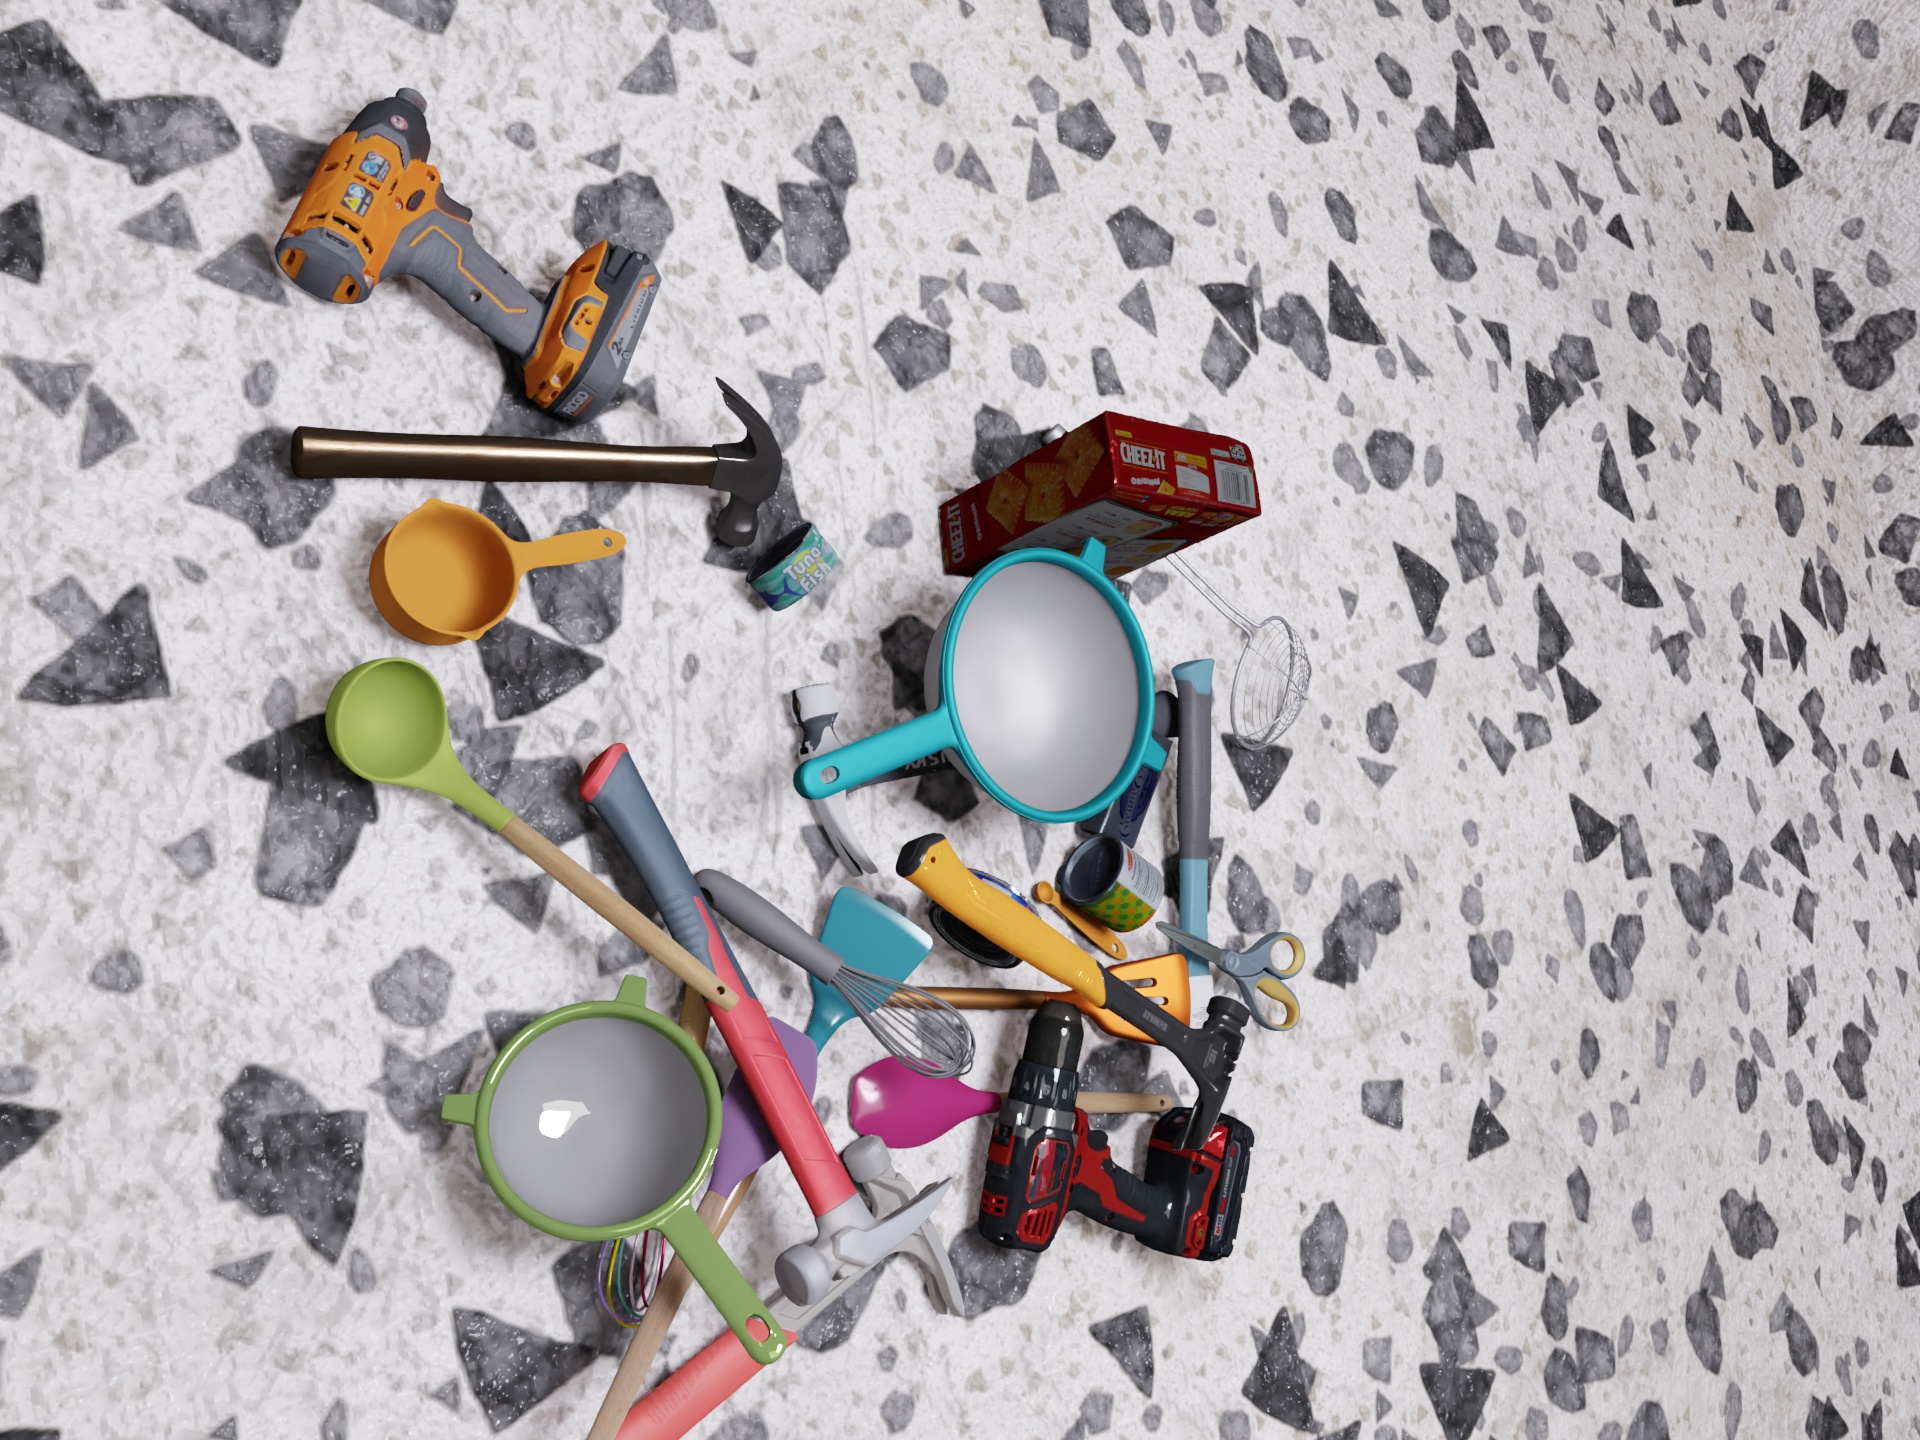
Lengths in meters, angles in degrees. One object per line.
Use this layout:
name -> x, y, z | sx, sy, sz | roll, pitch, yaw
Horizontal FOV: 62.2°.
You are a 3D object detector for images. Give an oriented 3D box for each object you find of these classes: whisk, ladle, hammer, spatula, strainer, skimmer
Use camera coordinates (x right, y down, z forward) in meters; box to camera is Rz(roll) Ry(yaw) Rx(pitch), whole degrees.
whisk -> -0.190, 0.278, 1.065 | 0.051, 0.047, 0.245 | 24, 62, -30
ladle -> -0.263, 0.079, 1.006 | 0.320, 0.062, 0.078 | 40, 60, -7
hammer -> 0.204, 0.108, 1.397 | 0.128, 0.033, 0.331 | 6, 83, -38
whisk -> -0.089, 0.176, 1.124 | 0.239, 0.055, 0.055 | 35, 57, 1
spatula -> 0.050, 0.221, 1.264 | 0.322, 0.041, 0.081 | 8, 77, -34
hammer -> -0.277, -0.179, 1.084 | 0.331, 0.130, 0.031 | -3, 47, -31
spatula -> -0.126, 0.267, 1.116 | 0.082, 0.044, 0.318 | 32, 61, -4
strainer -> -0.197, 0.298, 0.999 | 0.151, 0.069, 0.256 | -33, 76, -30
hammer -> 0.082, 0.193, 1.190 | 0.336, 0.034, 0.127 | 37, 60, -23
hammer -> 0.044, 0.024, 1.315 | 0.408, 0.036, 0.149 | -9, 85, -39
hammer -> -0.143, 0.186, 1.082 | 0.143, 0.038, 0.386 | -22, 82, -44
hammer -> -0.150, 0.436, 1.061 | 0.359, 0.037, 0.149 | -30, 98, -39
skimmer -> 0.195, -0.125, 1.473 | 0.363, 0.090, 0.127 | 44, 59, -9
spatula -> -0.166, 0.331, 1.024 | 0.059, 0.018, 0.316 | 35, 51, -11
strainer -> -0.002, -0.004, 1.203 | 0.340, 0.095, 0.211 | -22, 98, -36

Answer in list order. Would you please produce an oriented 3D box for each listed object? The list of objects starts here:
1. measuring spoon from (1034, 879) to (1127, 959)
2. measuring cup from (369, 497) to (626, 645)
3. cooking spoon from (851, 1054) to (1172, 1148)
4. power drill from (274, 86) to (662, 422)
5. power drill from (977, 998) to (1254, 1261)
measuring spoon -> 0.101, 0.170, 1.340 | 0.116, 0.011, 0.021 | 40, 47, -28
measuring cup -> -0.308, -0.102, 1.062 | 0.173, 0.052, 0.095 | -18, 90, -41
cooking spoon -> 0.049, 0.302, 1.259 | 0.318, 0.017, 0.069 | 10, 75, -36
power drill -> -0.326, -0.322, 1.086 | 0.226, 0.084, 0.164 | 26, 63, -26
power drill -> 0.123, 0.330, 1.258 | 0.226, 0.080, 0.188 | 19, 78, -31
